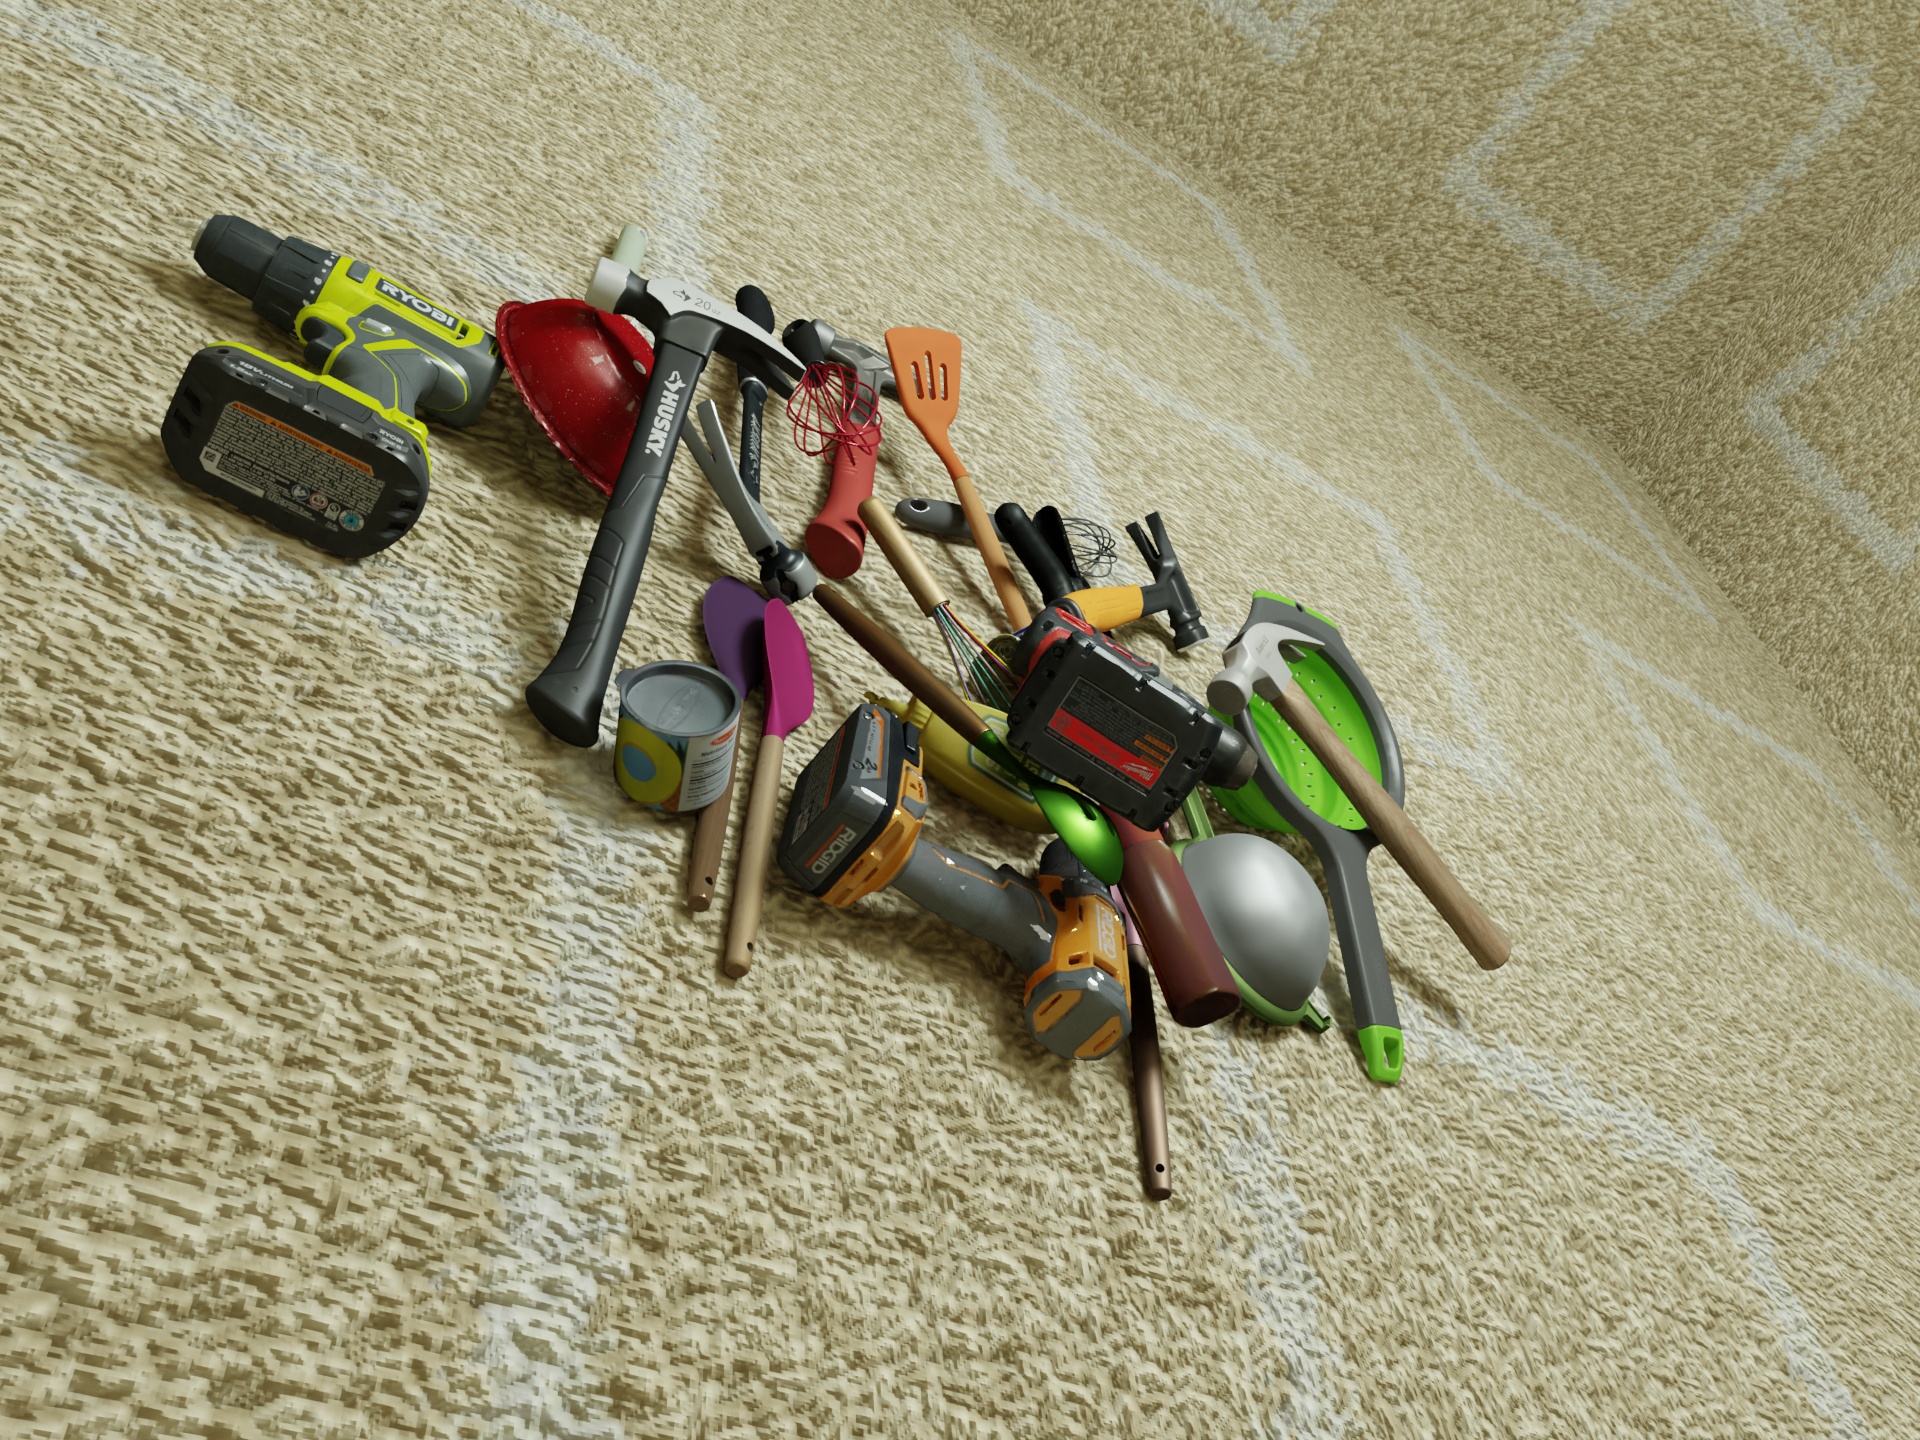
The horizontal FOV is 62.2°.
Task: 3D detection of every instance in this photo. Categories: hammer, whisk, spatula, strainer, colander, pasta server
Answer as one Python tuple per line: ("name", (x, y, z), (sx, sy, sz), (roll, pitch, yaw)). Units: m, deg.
("hammer", (-0.078, -0.219, 1.315), (0.149, 0.036, 0.359), (28, 32, -19))
("hammer", (-0.190, -0.132, 0.960), (0.146, 0.035, 0.335), (20, 57, -17))
("whisk", (0.043, -0.159, 1.364), (0.238, 0.055, 0.055), (7, 43, -36))
("spatula", (-0.143, 0.002, 0.966), (0.059, 0.018, 0.316), (35, 29, -25))
("strainer", (0.203, 0.092, 1.138), (0.151, 0.069, 0.257), (29, 34, -41))
("hammer", (0.314, 0.060, 1.214), (0.331, 0.031, 0.130), (49, 42, -10))
("colander", (0.264, 0.094, 1.241), (0.204, 0.094, 0.397), (18, 54, -36))
("pasta server", (0.113, 0.163, 1.016), (0.060, 0.040, 0.317), (-1, 39, 1))
("spatula", (0.013, -0.181, 1.300), (0.081, 0.041, 0.323), (-5, 64, -38))
("whisk", (-0.274, -0.347, 1.267), (0.247, 0.059, 0.057), (-96, 165, -55))
("whisk", (-0.008, -0.062, 1.150), (0.245, 0.047, 0.051), (56, 23, 14))
("hammer", (-0.163, -0.249, 1.222), (0.409, 0.036, 0.149), (-100, 163, -54))
("whisk", (-0.112, -0.270, 1.266), (0.073, 0.073, 0.296), (24, 21, -25))
("hammer", (0.131, -0.102, 1.296), (0.127, 0.034, 0.337), (67, 23, 1))

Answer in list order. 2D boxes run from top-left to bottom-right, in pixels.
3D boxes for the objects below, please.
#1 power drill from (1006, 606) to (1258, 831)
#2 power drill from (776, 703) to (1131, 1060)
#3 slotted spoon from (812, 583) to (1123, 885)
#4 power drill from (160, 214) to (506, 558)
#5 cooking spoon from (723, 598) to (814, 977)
("power drill", (0.117, 0.002, 1.036), (0.188, 0.080, 0.227), (32, 10, -1))
("power drill", (0.008, 0.086, 0.965), (0.226, 0.084, 0.185), (36, 24, -15))
("slotted spoon", (-0.002, -0.003, 1.010), (0.314, 0.031, 0.070), (42, 10, 34))
("power drill", (-0.377, -0.207, 0.934), (0.190, 0.080, 0.229), (27, 30, -23))
("cooking spoon", (-0.116, 0.030, 0.952), (0.319, 0.017, 0.068), (-90, 156, -51))
